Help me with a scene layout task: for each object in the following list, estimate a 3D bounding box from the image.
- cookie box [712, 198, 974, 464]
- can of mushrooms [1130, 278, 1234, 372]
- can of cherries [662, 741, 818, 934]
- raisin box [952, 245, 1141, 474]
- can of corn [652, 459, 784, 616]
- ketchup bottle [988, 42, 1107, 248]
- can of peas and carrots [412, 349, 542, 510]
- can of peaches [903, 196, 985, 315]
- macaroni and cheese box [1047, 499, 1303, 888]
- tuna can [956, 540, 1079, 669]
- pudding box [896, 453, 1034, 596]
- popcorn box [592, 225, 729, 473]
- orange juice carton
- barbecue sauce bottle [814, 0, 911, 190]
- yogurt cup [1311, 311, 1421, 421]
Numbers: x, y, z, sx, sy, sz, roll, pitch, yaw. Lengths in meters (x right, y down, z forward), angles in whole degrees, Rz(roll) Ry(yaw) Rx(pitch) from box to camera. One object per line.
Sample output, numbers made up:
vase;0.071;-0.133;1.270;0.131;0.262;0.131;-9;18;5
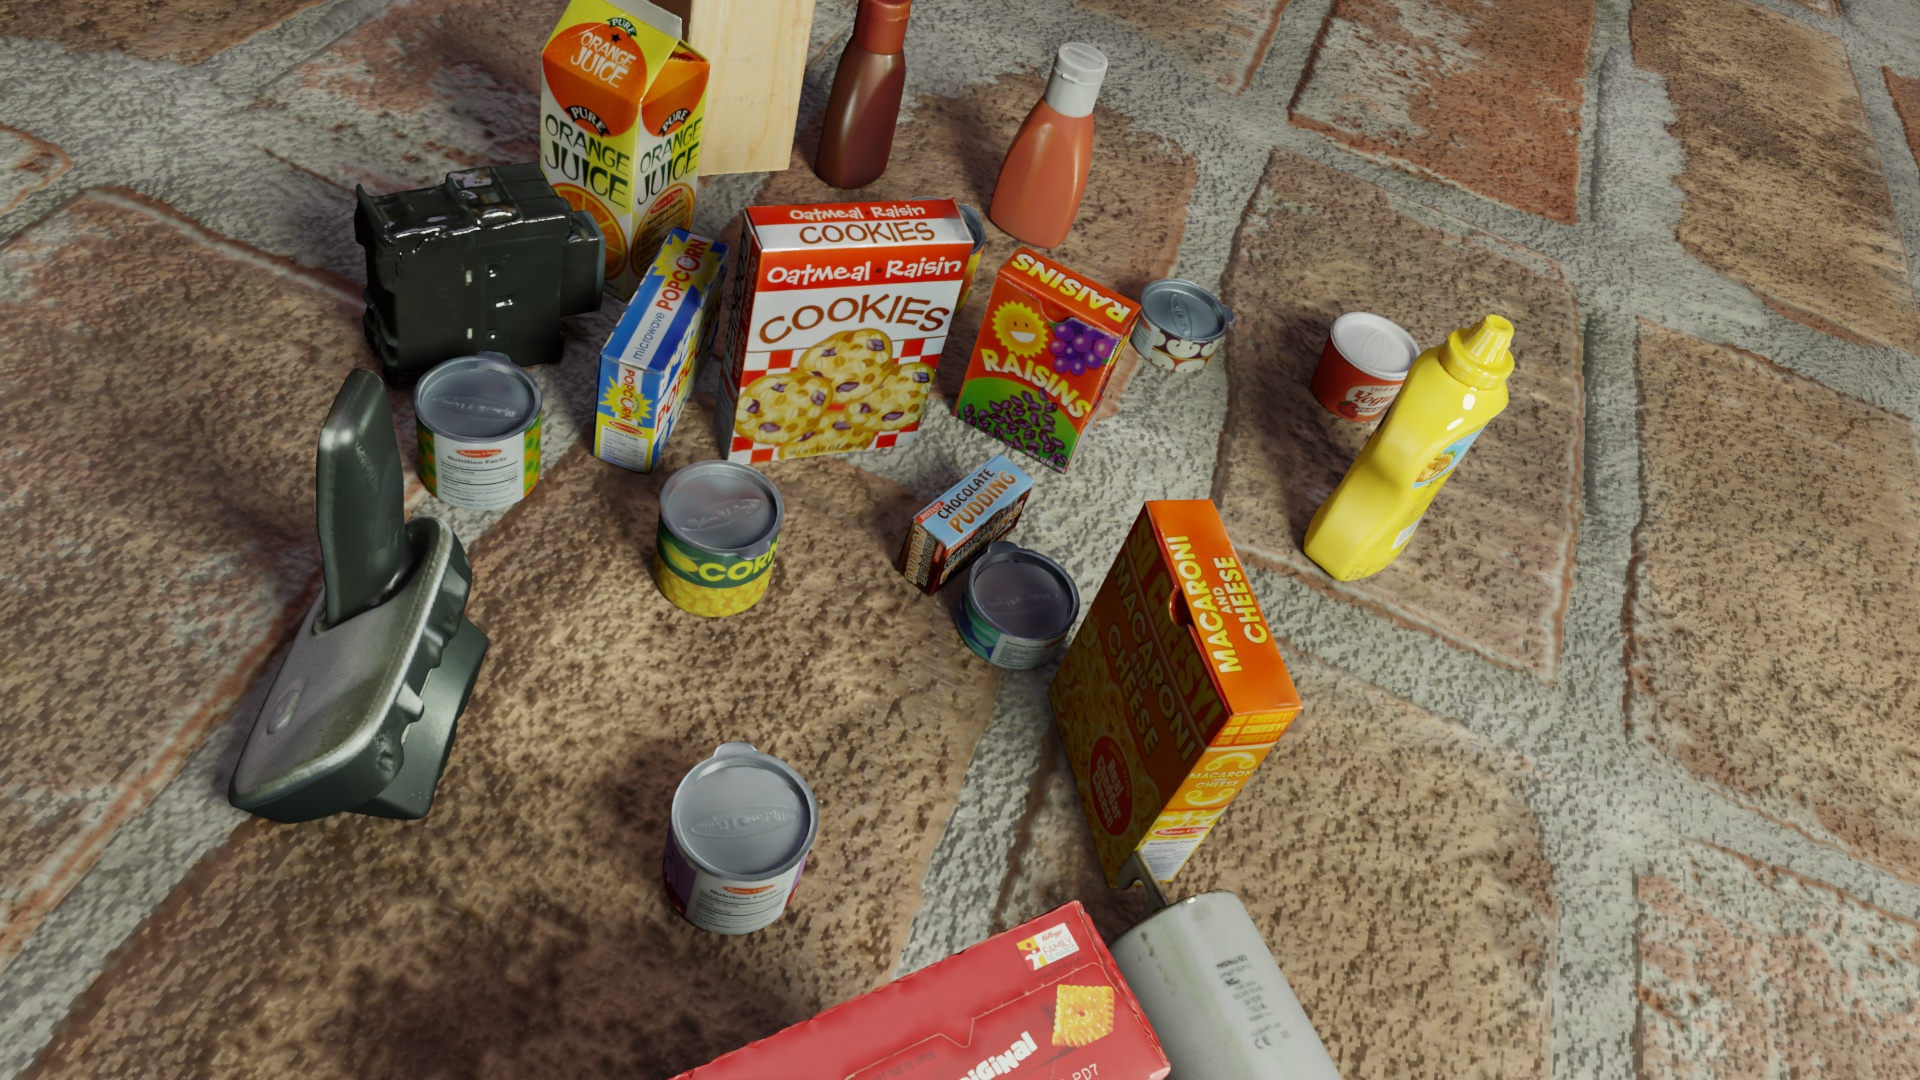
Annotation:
cookie box;-0.072;-0.120;0.808;0.123;0.166;0.040;-8;53;-23
can of mushrooms;0.159;-0.155;1.001;0.071;0.033;0.071;9;48;-10
can of cherries;-0.103;0.139;0.648;0.071;0.058;0.072;9;48;-10
raisin box;0.051;-0.111;0.869;0.086;0.122;0.040;30;48;9
can of corn;-0.132;0.001;0.758;0.071;0.058;0.071;9;48;-10
ketchup bottle;0.067;-0.286;1.008;0.065;0.148;0.044;28;48;7
can of peas and carrots;-0.266;-0.061;0.770;0.071;0.058;0.071;9;48;-10
can of peaches;-0.019;-0.196;0.965;0.071;0.057;0.071;9;48;-10
macaroni and cheese box;0.098;0.079;0.690;0.040;0.165;0.124;-2;51;-19
tuna can;0.031;0.037;0.795;0.071;0.032;0.071;9;48;-10
pudding box;0.003;-0.010;0.816;0.030;0.049;0.084;39;50;17
popcorn box;-0.178;-0.114;0.825;0.038;0.084;0.127;17;47;-3
orange juice carton;-0.210;-0.253;0.863;0.072;0.191;0.073;30;48;9
barbecue sauce bottle;-0.067;-0.328;1.003;0.044;0.147;0.065;36;49;14
yogurt cup;0.289;-0.123;1.000;0.072;0.053;0.073;9;48;-10
